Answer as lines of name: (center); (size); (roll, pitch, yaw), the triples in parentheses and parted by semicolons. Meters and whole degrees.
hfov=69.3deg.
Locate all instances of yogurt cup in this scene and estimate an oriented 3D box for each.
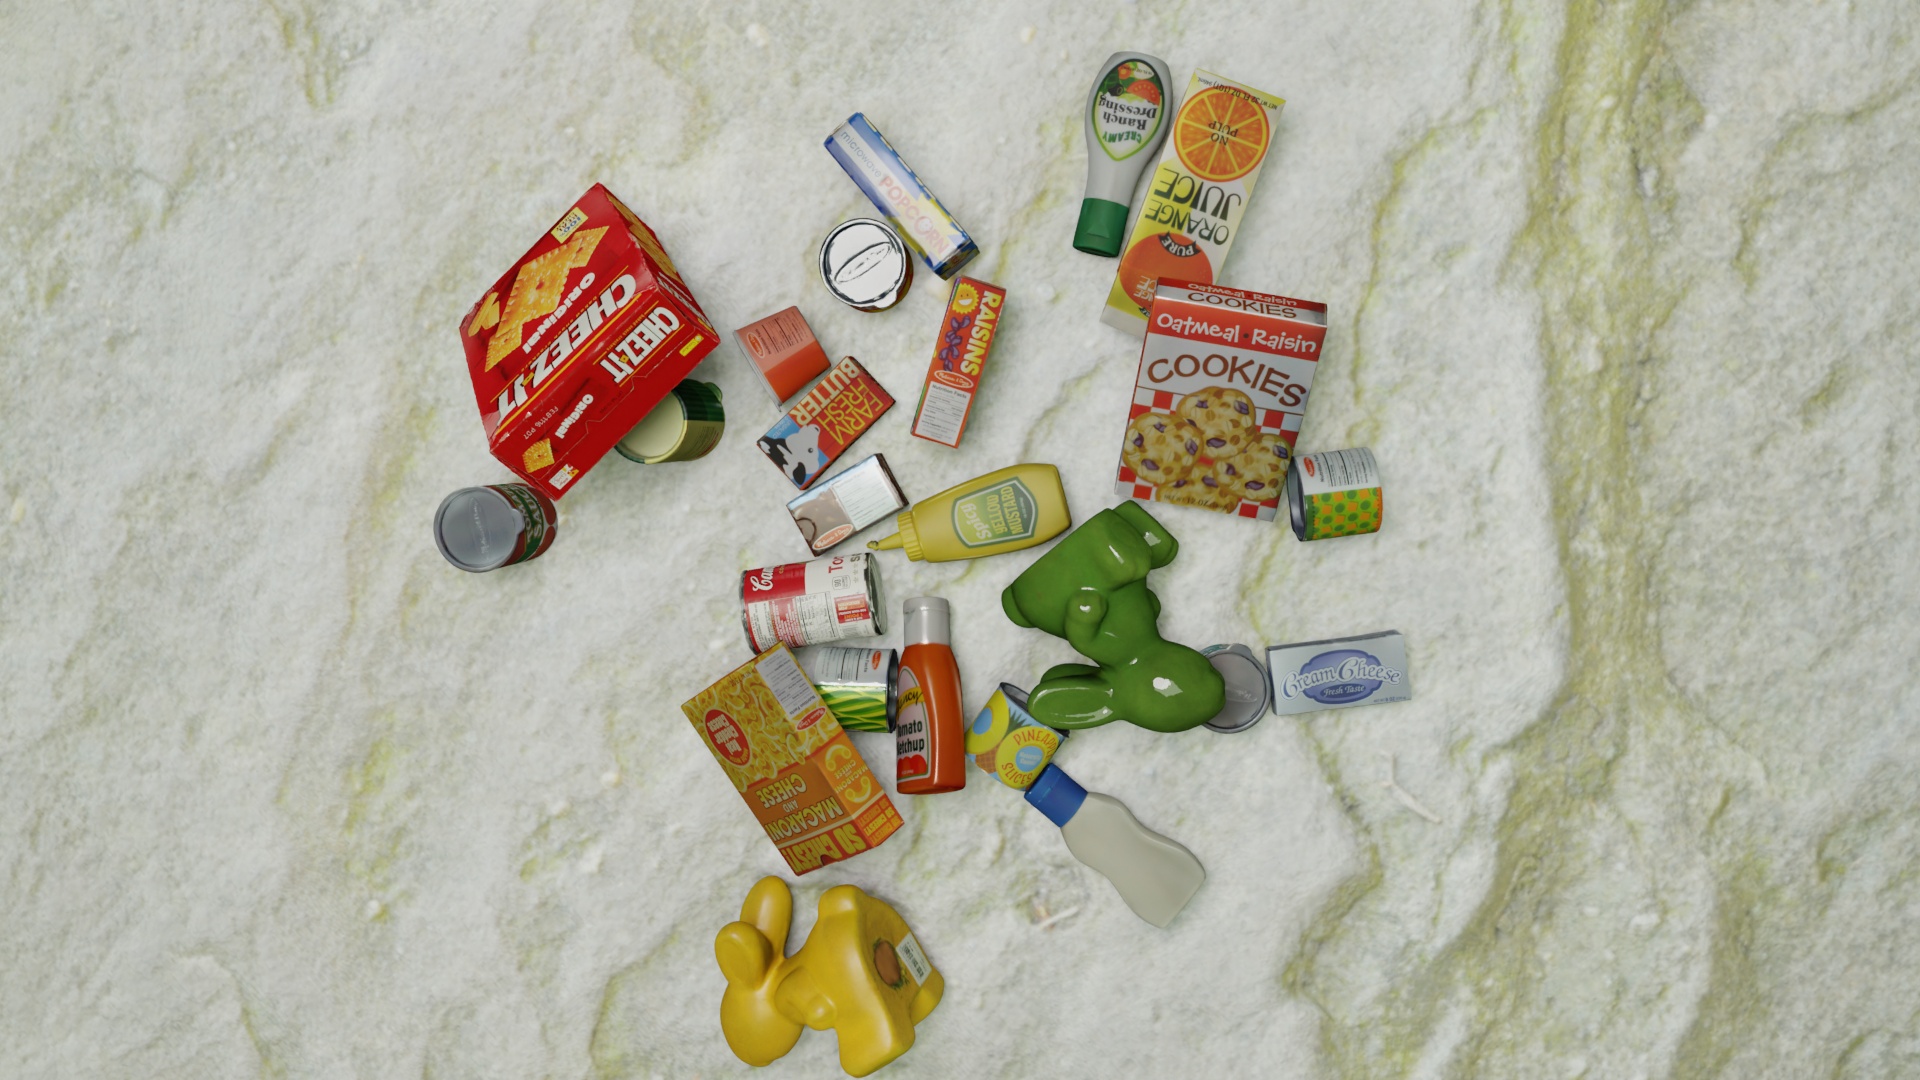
yogurt cup: (-0.136, -0.145, 1.071); (0.054, 0.072, 0.072); (-31, 91, -2)

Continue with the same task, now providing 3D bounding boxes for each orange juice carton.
orange juice carton: (0.170, -0.241, 1.035); (0.072, 0.073, 0.192); (21, 96, 2)

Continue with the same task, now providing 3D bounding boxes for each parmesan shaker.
parmesan shaker: (-0.223, -0.095, 1.060); (0.071, 0.103, 0.071); (0, 94, 5)

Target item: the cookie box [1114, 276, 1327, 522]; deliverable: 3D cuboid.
cookie box: (0.189, -0.103, 1.023); (0.123, 0.040, 0.166); (10, 124, 4)

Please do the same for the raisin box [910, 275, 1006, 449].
raisin box: (-0.003, -0.134, 1.048); (0.040, 0.086, 0.123); (18, 95, -3)

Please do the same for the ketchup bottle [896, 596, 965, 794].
ketchup bottle: (-0.024, 0.119, 1.070); (0.043, 0.064, 0.149); (8, 72, -32)

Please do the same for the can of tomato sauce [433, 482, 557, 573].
can of tomato sauce: (-0.360, -0.013, 1.085); (0.071, 0.083, 0.071); (0, 94, 4)

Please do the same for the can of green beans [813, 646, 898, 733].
can of green beans: (-0.081, 0.116, 1.081); (0.058, 0.071, 0.071); (1, 94, 5)

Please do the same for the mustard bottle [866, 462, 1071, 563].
mustard bottle: (0.004, -0.013, 1.075); (0.160, 0.049, 0.065); (-16, 91, 5)

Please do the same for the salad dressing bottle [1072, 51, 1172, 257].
salad dressing bottle: (0.119, -0.290, 1.050); (0.064, 0.044, 0.147); (13, 95, 5)

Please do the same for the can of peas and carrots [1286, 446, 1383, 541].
can of peas and carrots: (0.281, -0.033, 1.045); (0.059, 0.071, 0.071); (-7, 94, 4)

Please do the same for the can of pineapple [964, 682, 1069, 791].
can of pineapple: (0.042, 0.152, 1.072); (0.071, 0.071, 0.058); (35, 97, 1)

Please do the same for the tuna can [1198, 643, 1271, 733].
tuna can: (0.206, 0.112, 1.075); (0.071, 0.033, 0.071); (0, 94, 5)

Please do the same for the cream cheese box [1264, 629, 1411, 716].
cream cheese box: (0.291, 0.102, 1.073); (0.104, 0.024, 0.053); (-8, 92, 5)

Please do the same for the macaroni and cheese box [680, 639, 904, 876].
macaroni and cheese box: (-0.132, 0.171, 1.067); (0.123, 0.040, 0.166); (-33, 91, 48)

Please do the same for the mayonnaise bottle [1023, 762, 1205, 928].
mayonnaise bottle: (0.117, 0.234, 1.087); (0.148, 0.041, 0.064); (39, 94, 2)

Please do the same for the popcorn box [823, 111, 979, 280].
popcorn box: (-0.043, -0.257, 1.044); (0.038, 0.085, 0.126); (-41, 91, 7)

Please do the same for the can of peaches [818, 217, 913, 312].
can of peaches: (-0.070, -0.207, 1.063); (0.071, 0.058, 0.071); (0, 94, 4)

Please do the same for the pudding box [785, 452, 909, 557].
pudding box: (-0.089, -0.029, 1.090); (0.083, 0.030, 0.049); (-30, 92, 6)

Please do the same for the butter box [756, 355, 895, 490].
butter box: (-0.105, -0.092, 1.090); (0.103, 0.024, 0.053); (-43, 89, 6)
